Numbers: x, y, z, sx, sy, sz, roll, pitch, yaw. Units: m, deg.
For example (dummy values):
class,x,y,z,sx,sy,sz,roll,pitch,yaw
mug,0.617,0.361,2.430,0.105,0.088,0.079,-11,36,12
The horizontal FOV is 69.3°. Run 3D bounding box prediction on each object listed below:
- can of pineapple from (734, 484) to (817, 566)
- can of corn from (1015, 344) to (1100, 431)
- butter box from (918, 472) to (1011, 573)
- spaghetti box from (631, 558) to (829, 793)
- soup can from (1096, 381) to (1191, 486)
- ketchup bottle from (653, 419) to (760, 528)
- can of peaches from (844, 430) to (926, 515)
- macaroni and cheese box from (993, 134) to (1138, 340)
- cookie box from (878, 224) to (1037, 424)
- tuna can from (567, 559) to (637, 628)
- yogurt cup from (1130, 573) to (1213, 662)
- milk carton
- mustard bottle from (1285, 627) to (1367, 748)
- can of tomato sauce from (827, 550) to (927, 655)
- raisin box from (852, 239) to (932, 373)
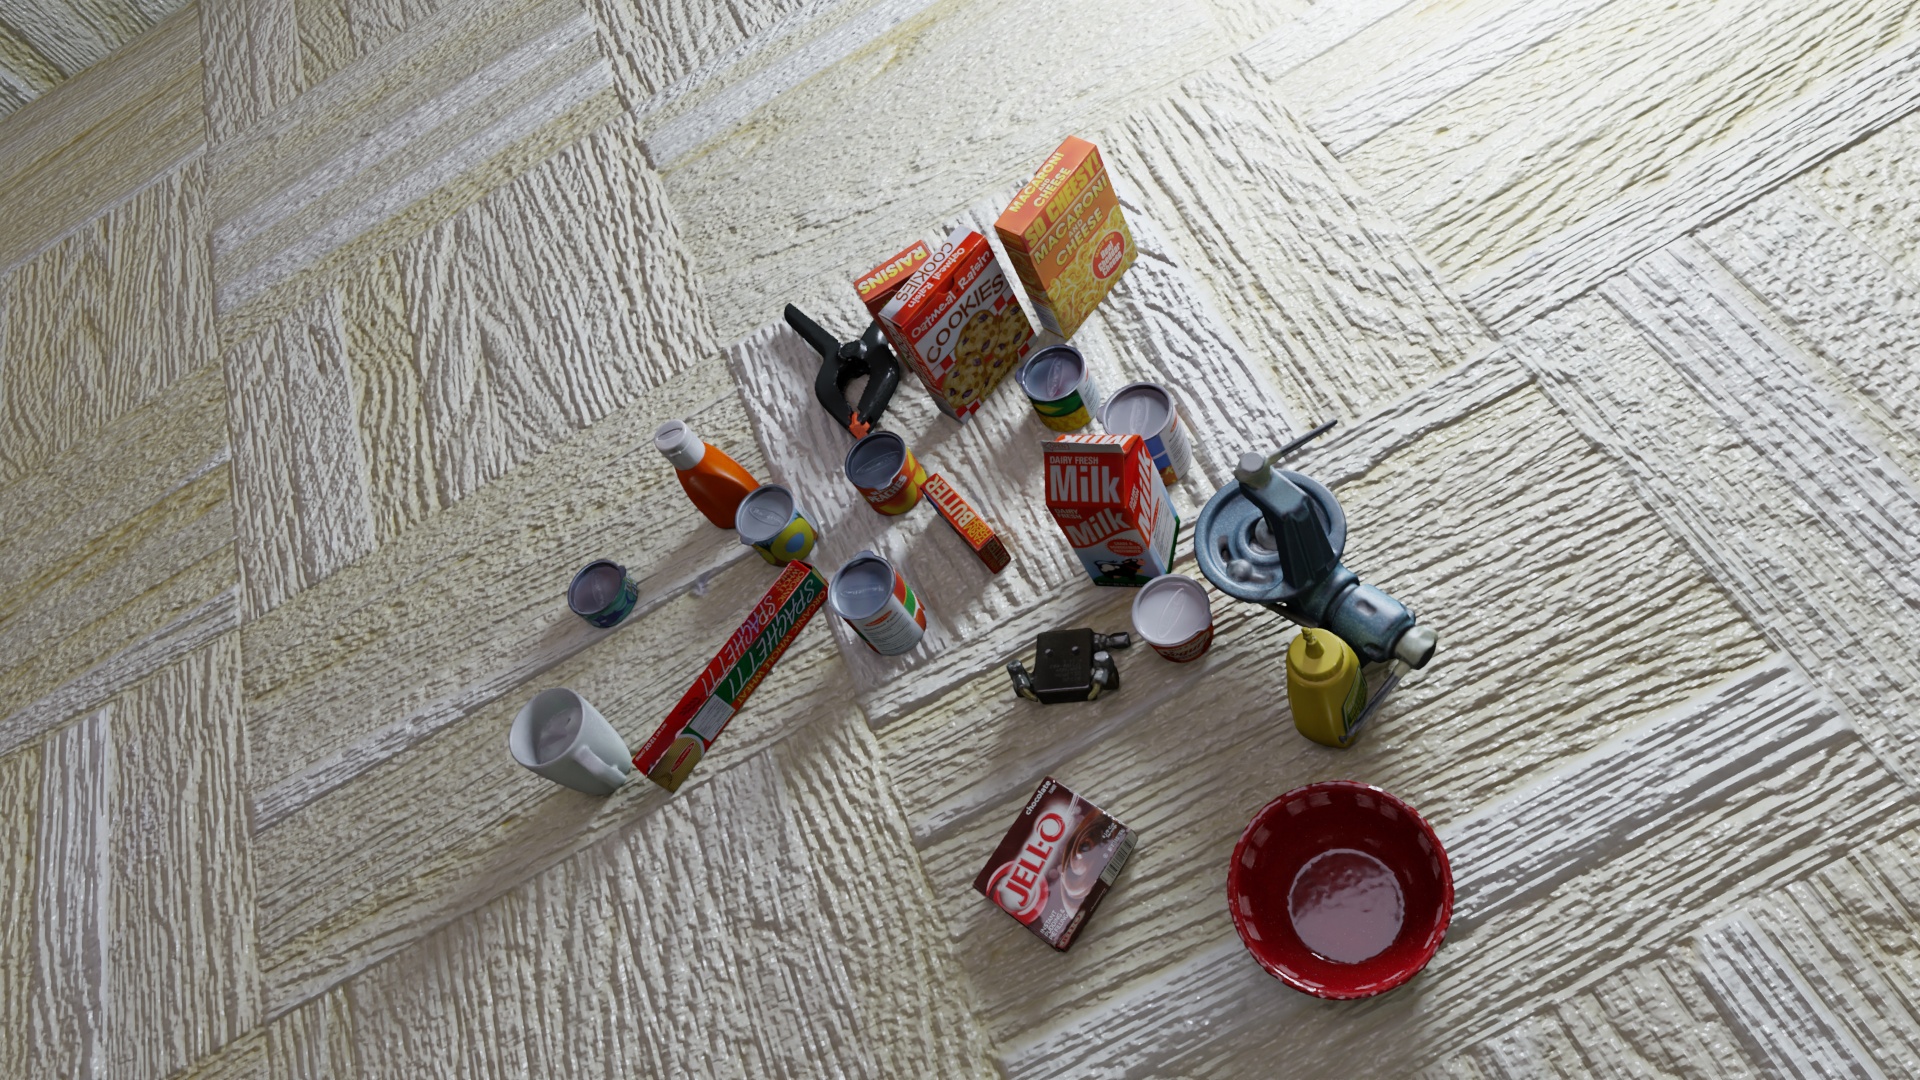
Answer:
class,x,y,z,sx,sy,sz,roll,pitch,yaw
can of pineapple,-0.186,-0.013,1.397,0.071,0.057,0.071,-11,58,17
can of corn,0.096,-0.148,1.358,0.071,0.058,0.071,-11,58,17
butter box,0.005,-0.017,1.321,0.024,0.053,0.104,-40,54,-3
spaghetti box,-0.215,0.127,1.329,0.029,0.050,0.250,29,75,34
soup can,0.170,-0.096,1.280,0.071,0.083,0.071,-11,58,17
ketchup bottle,-0.256,-0.067,1.402,0.064,0.148,0.044,-19,56,12
can of peaches,-0.073,-0.064,1.379,0.071,0.058,0.071,-11,58,17
macaroni and cheese box,0.106,-0.297,1.377,0.040,0.166,0.124,31,77,34
cookie box,0.002,-0.210,1.368,0.040,0.167,0.123,33,78,34
tuna can,-0.371,0.054,1.450,0.071,0.032,0.071,-10,57,17
yogurt cup,0.185,0.070,1.192,0.072,0.053,0.073,-11,58,17
milk carton,0.129,-0.033,1.194,0.072,0.190,0.074,2,62,24
mustard bottle,0.278,0.107,1.065,0.049,0.159,0.065,14,68,29
can of tomato sauce,-0.076,0.060,1.291,0.071,0.083,0.071,-11,58,17
raisin box,-0.046,-0.240,1.433,0.086,0.123,0.040,-31,54,3
